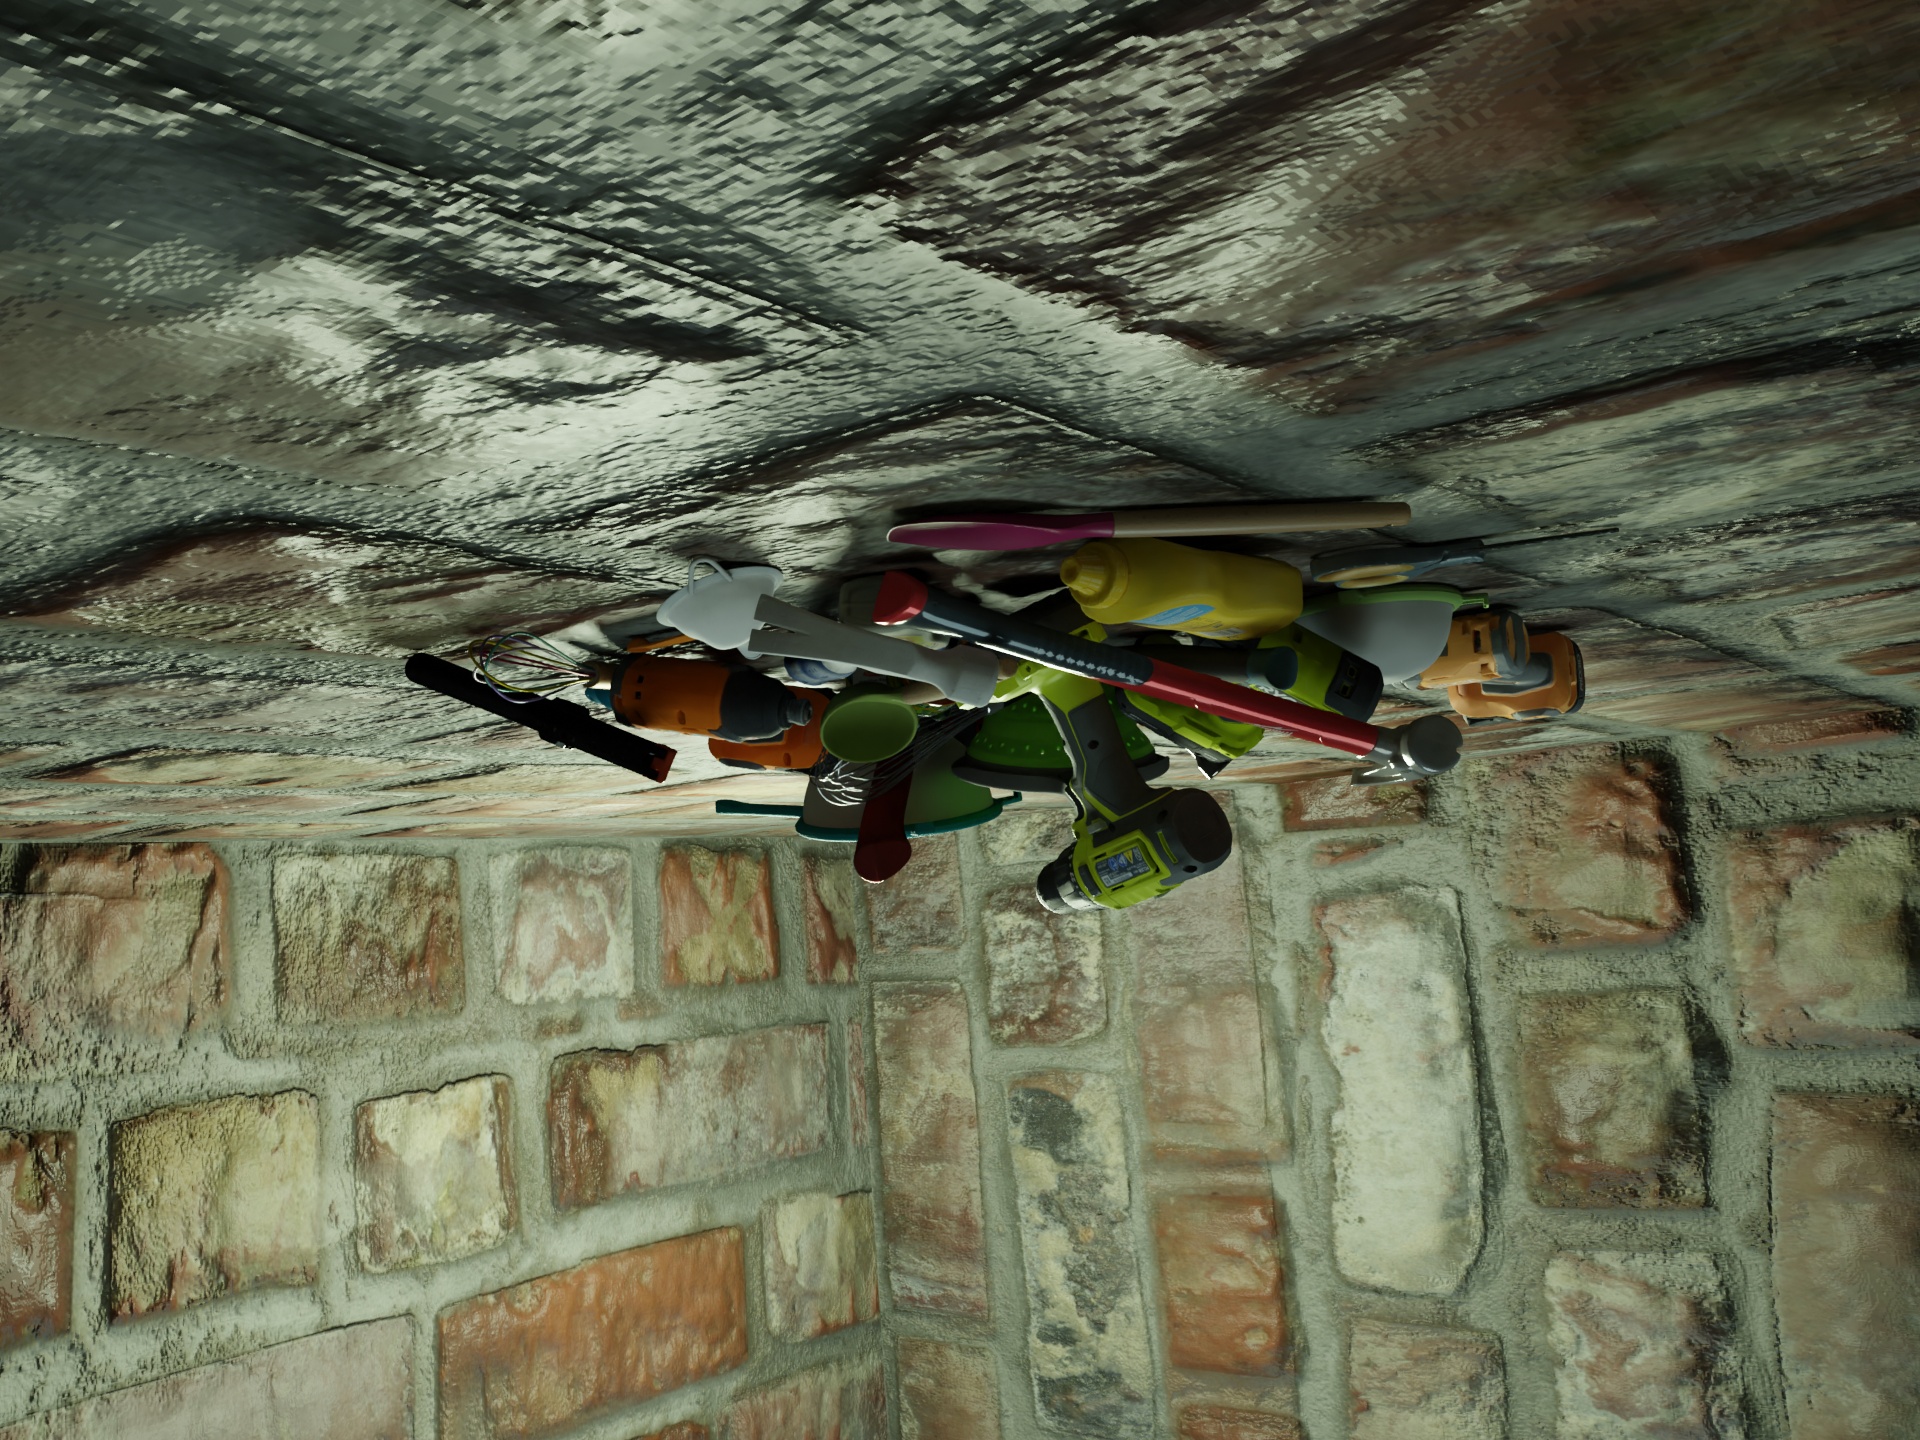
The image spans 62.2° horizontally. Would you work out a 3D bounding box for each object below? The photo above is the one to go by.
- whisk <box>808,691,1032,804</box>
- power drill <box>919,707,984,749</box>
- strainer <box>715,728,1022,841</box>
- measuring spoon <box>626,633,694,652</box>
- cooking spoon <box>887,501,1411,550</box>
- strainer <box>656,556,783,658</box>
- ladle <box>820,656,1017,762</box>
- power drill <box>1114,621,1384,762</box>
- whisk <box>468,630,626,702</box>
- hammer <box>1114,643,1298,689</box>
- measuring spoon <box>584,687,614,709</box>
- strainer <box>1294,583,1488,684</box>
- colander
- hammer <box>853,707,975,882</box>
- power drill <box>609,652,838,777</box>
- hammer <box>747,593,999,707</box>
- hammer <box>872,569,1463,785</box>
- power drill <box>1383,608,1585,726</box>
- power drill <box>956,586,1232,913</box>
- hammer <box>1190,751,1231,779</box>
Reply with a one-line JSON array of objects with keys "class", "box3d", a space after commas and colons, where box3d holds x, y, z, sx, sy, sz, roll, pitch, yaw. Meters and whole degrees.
[{"class": "whisk", "box3d": [-0.003, -0.005, 1.365, 0.284, 0.070, 0.070, -26, -179, -22]}, {"class": "power drill", "box3d": [-0.032, 0.025, 1.777, 0.188, 0.080, 0.226, -5, 170, 4]}, {"class": "strainer", "box3d": [-0.120, 0.058, 1.638, 0.340, 0.095, 0.211, 0, -172, 31]}, {"class": "measuring spoon", "box3d": [-0.206, -0.068, 1.204, 0.117, 0.011, 0.021, -12, 171, 27]}, {"class": "cooking spoon", "box3d": [0.115, -0.118, 0.948, 0.319, 0.017, 0.069, -3, 173, -8]}, {"class": "strainer", "box3d": [-0.155, -0.065, 1.106, 0.087, 0.050, 0.258, -20, 175, -3]}, {"class": "ladle", "box3d": [-0.028, -0.009, 1.150, 0.078, 0.062, 0.320, 7, 173, -21]}, {"class": "power drill", "box3d": [0.219, -0.038, 1.303, 0.171, 0.080, 0.223, 27, 165, -9]}, {"class": "whisk", "box3d": [-0.306, -0.041, 1.253, 0.047, 0.051, 0.245, 18, -175, 19]}, {"class": "hammer", "box3d": [0.130, -0.047, 1.213, 0.128, 0.033, 0.331, 1, -177, -34]}, {"class": "measuring spoon", "box3d": [-0.318, -0.019, 1.403, 0.042, 0.021, 0.128, 44, 160, -17]}, {"class": "strainer", "box3d": [0.315, -0.055, 1.353, 0.151, 0.069, 0.256, -1, 171, -26]}, {"class": "colander", "box3d": [0.101, 0.015, 1.406, 0.204, 0.094, 0.397, -3, -170, -6]}, {"class": "hammer", "box3d": [-0.070, 0.048, 1.440, 0.149, 0.036, 0.359, -7, -158, 6]}, {"class": "power drill", "box3d": [-0.174, -0.004, 1.350, 0.164, 0.084, 0.226, 7, 174, 17]}, {"class": "hammer", "box3d": [-0.088, -0.044, 1.105, 0.144, 0.035, 0.405, 14, 178, -12]}, {"class": "hammer", "box3d": [0.128, -0.026, 1.068, 0.386, 0.038, 0.143, 16, 171, -6]}, {"class": "power drill", "box3d": [0.465, -0.047, 1.491, 0.185, 0.084, 0.226, -10, 167, 39]}, {"class": "power drill", "box3d": [0.080, 0.034, 1.173, 0.080, 0.228, 0.190, -27, 177, -37]}, {"class": "hammer", "box3d": [0.232, -0.014, 1.577, 0.031, 0.130, 0.331, -45, 172, 14]}]
